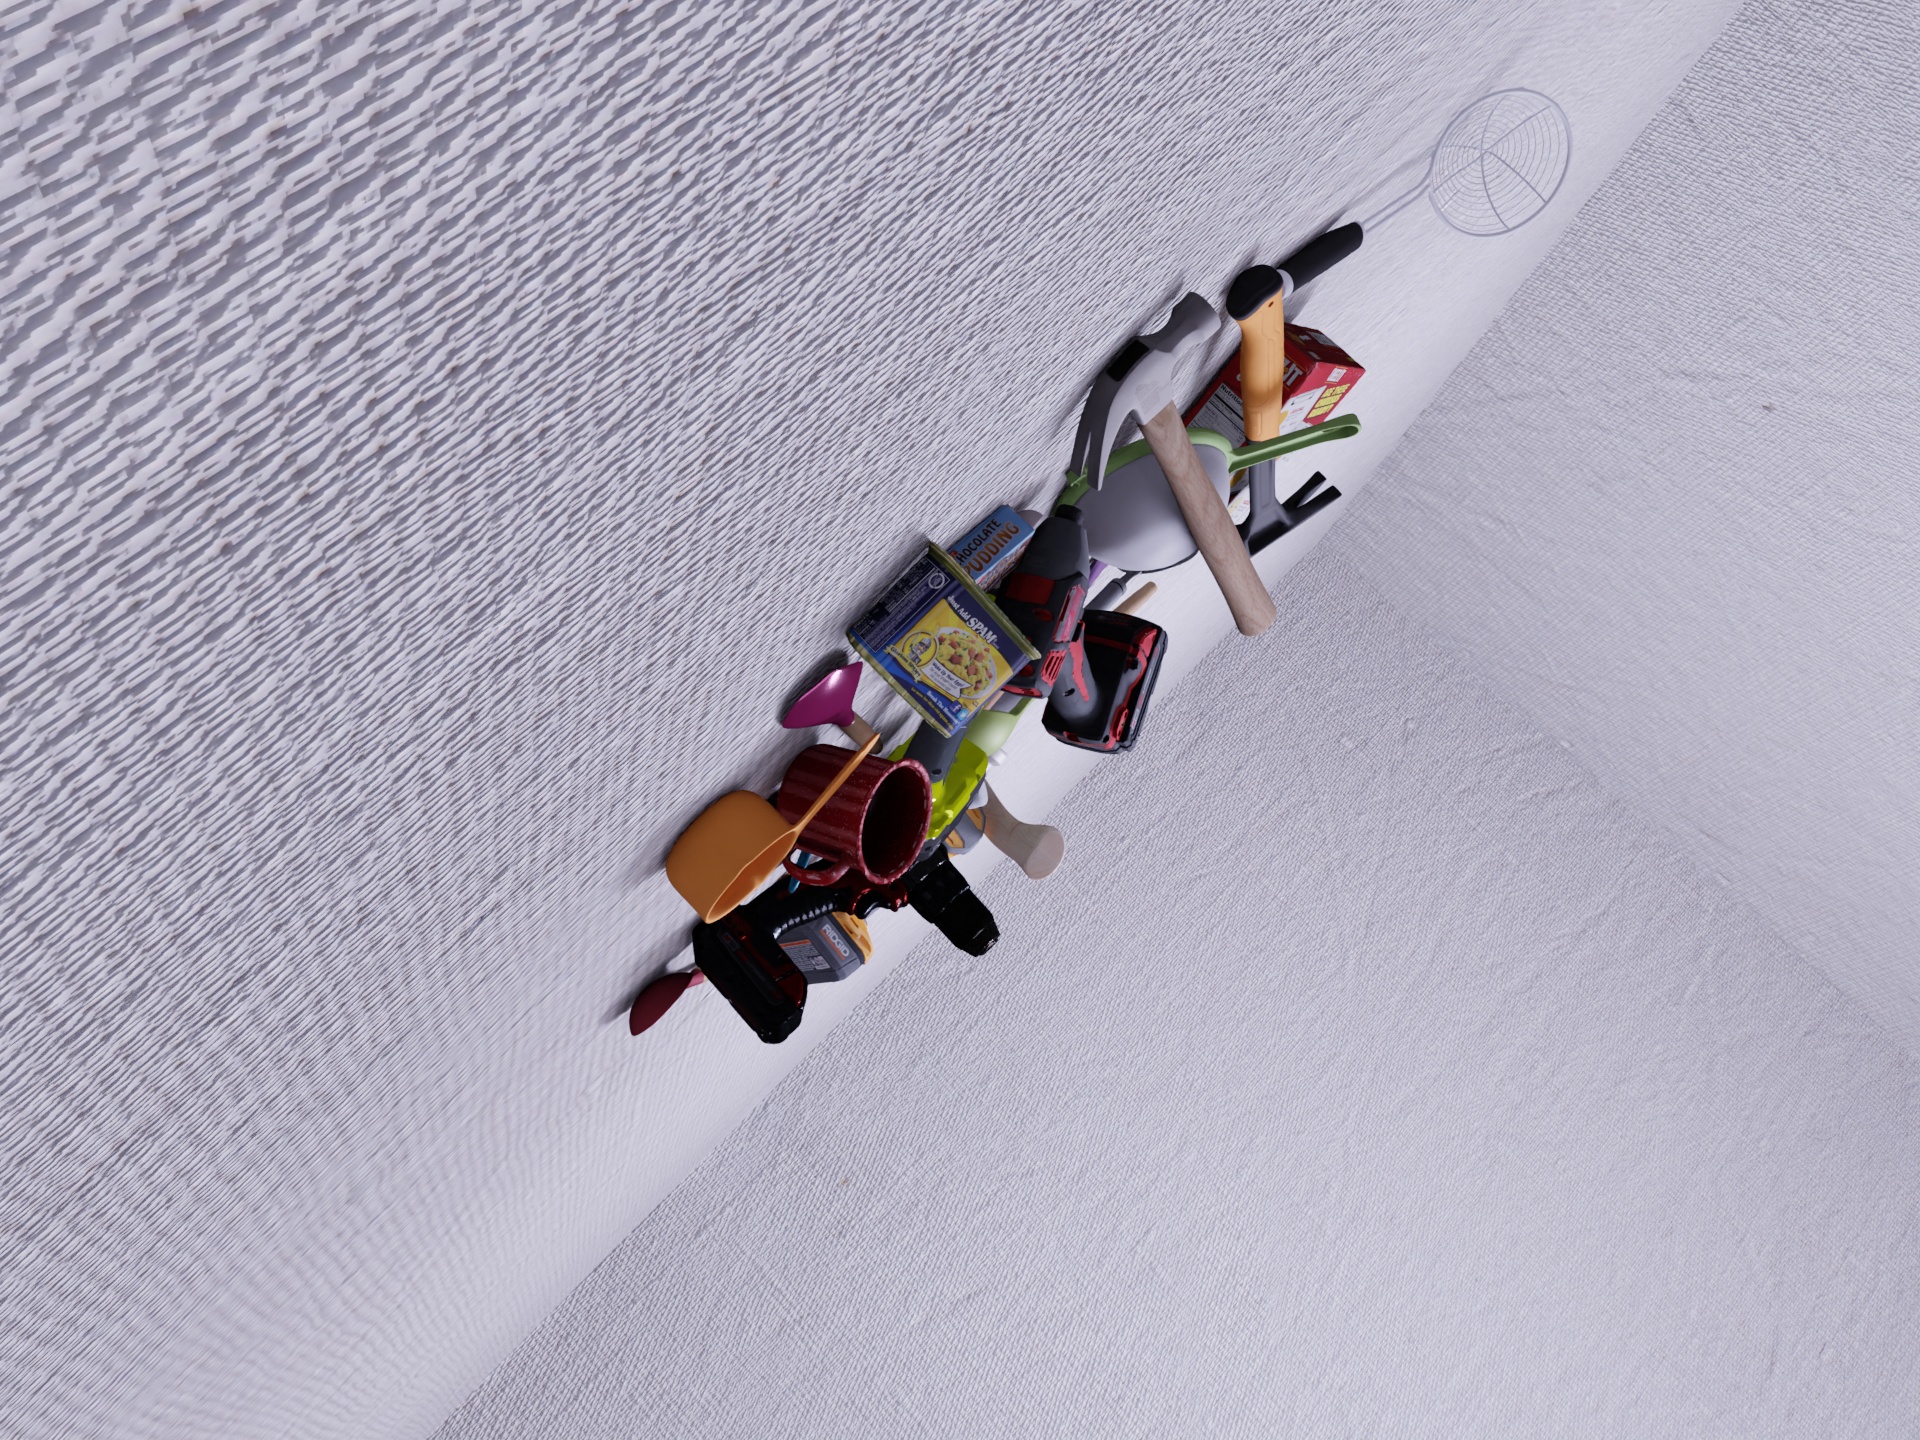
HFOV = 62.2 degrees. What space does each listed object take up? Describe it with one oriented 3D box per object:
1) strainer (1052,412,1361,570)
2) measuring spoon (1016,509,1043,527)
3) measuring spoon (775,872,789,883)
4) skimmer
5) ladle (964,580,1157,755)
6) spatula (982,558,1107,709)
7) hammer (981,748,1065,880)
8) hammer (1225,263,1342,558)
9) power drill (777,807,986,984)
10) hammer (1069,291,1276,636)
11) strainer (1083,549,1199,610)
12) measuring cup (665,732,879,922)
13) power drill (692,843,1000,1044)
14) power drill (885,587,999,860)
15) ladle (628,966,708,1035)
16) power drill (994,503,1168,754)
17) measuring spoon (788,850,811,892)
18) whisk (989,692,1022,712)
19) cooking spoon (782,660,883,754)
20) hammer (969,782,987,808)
[{"bbox_3d":[0.201,-0.174,1.237,0.256,0.069,0.151,-18,160,-5],"label":"strainer"},{"bbox_3d":[0.014,-0.111,1.156,0.124,0.018,0.034,-44,-175,28],"label":"measuring spoon"},{"bbox_3d":[-0.185,0.173,1.470,0.117,0.011,0.021,-44,171,-19],"label":"measuring spoon"},{"bbox_3d":[0.379,-0.413,1.298,0.363,0.090,0.127,-38,135,-35],"label":"skimmer"},{"bbox_3d":[0.091,-0.061,1.552,0.320,0.062,0.078,-41,-170,-33],"label":"ladle"},{"bbox_3d":[0.102,-0.113,1.553,0.316,0.018,0.059,-51,168,15],"label":"spatula"},{"bbox_3d":[0.029,0.109,1.644,0.146,0.038,0.411,-49,-167,-1],"label":"hammer"},{"bbox_3d":[0.250,-0.246,1.280,0.127,0.034,0.336,-33,152,-5],"label":"hammer"},{"bbox_3d":[-0.095,0.164,1.591,0.226,0.084,0.185,-43,-169,-30],"label":"power drill"},{"bbox_3d":[0.172,-0.156,1.156,0.130,0.031,0.331,-42,142,-2],"label":"hammer"},{"bbox_3d":[0.161,-0.138,1.585,0.258,0.087,0.050,-45,127,-37],"label":"strainer"},{"bbox_3d":[-0.130,0.058,1.087,0.173,0.052,0.095,-48,172,-9],"label":"measuring cup"},{"bbox_3d":[-0.095,0.177,1.358,0.227,0.188,0.080,-39,168,-21],"label":"power drill"},{"bbox_3d":[-0.002,-0.004,1.299,0.171,0.080,0.223,-49,168,-46],"label":"power drill"},{"bbox_3d":[-0.230,0.230,1.459,0.069,0.031,0.315,-39,175,11],"label":"ladle"},{"bbox_3d":[0.086,-0.065,1.215,0.219,0.078,0.143,40,67,-63],"label":"power drill"},{"bbox_3d":[-0.104,0.083,1.252,0.042,0.021,0.129,-34,-150,55],"label":"measuring spoon"},{"bbox_3d":[0.072,-0.029,1.700,0.239,0.055,0.055,-31,162,-50],"label":"whisk"},{"bbox_3d":[-0.081,0.001,1.165,0.069,0.017,0.318,-40,172,-2],"label":"cooking spoon"},{"bbox_3d":[-0.009,0.052,1.576,0.128,0.033,0.331,-16,-174,14],"label":"hammer"}]
